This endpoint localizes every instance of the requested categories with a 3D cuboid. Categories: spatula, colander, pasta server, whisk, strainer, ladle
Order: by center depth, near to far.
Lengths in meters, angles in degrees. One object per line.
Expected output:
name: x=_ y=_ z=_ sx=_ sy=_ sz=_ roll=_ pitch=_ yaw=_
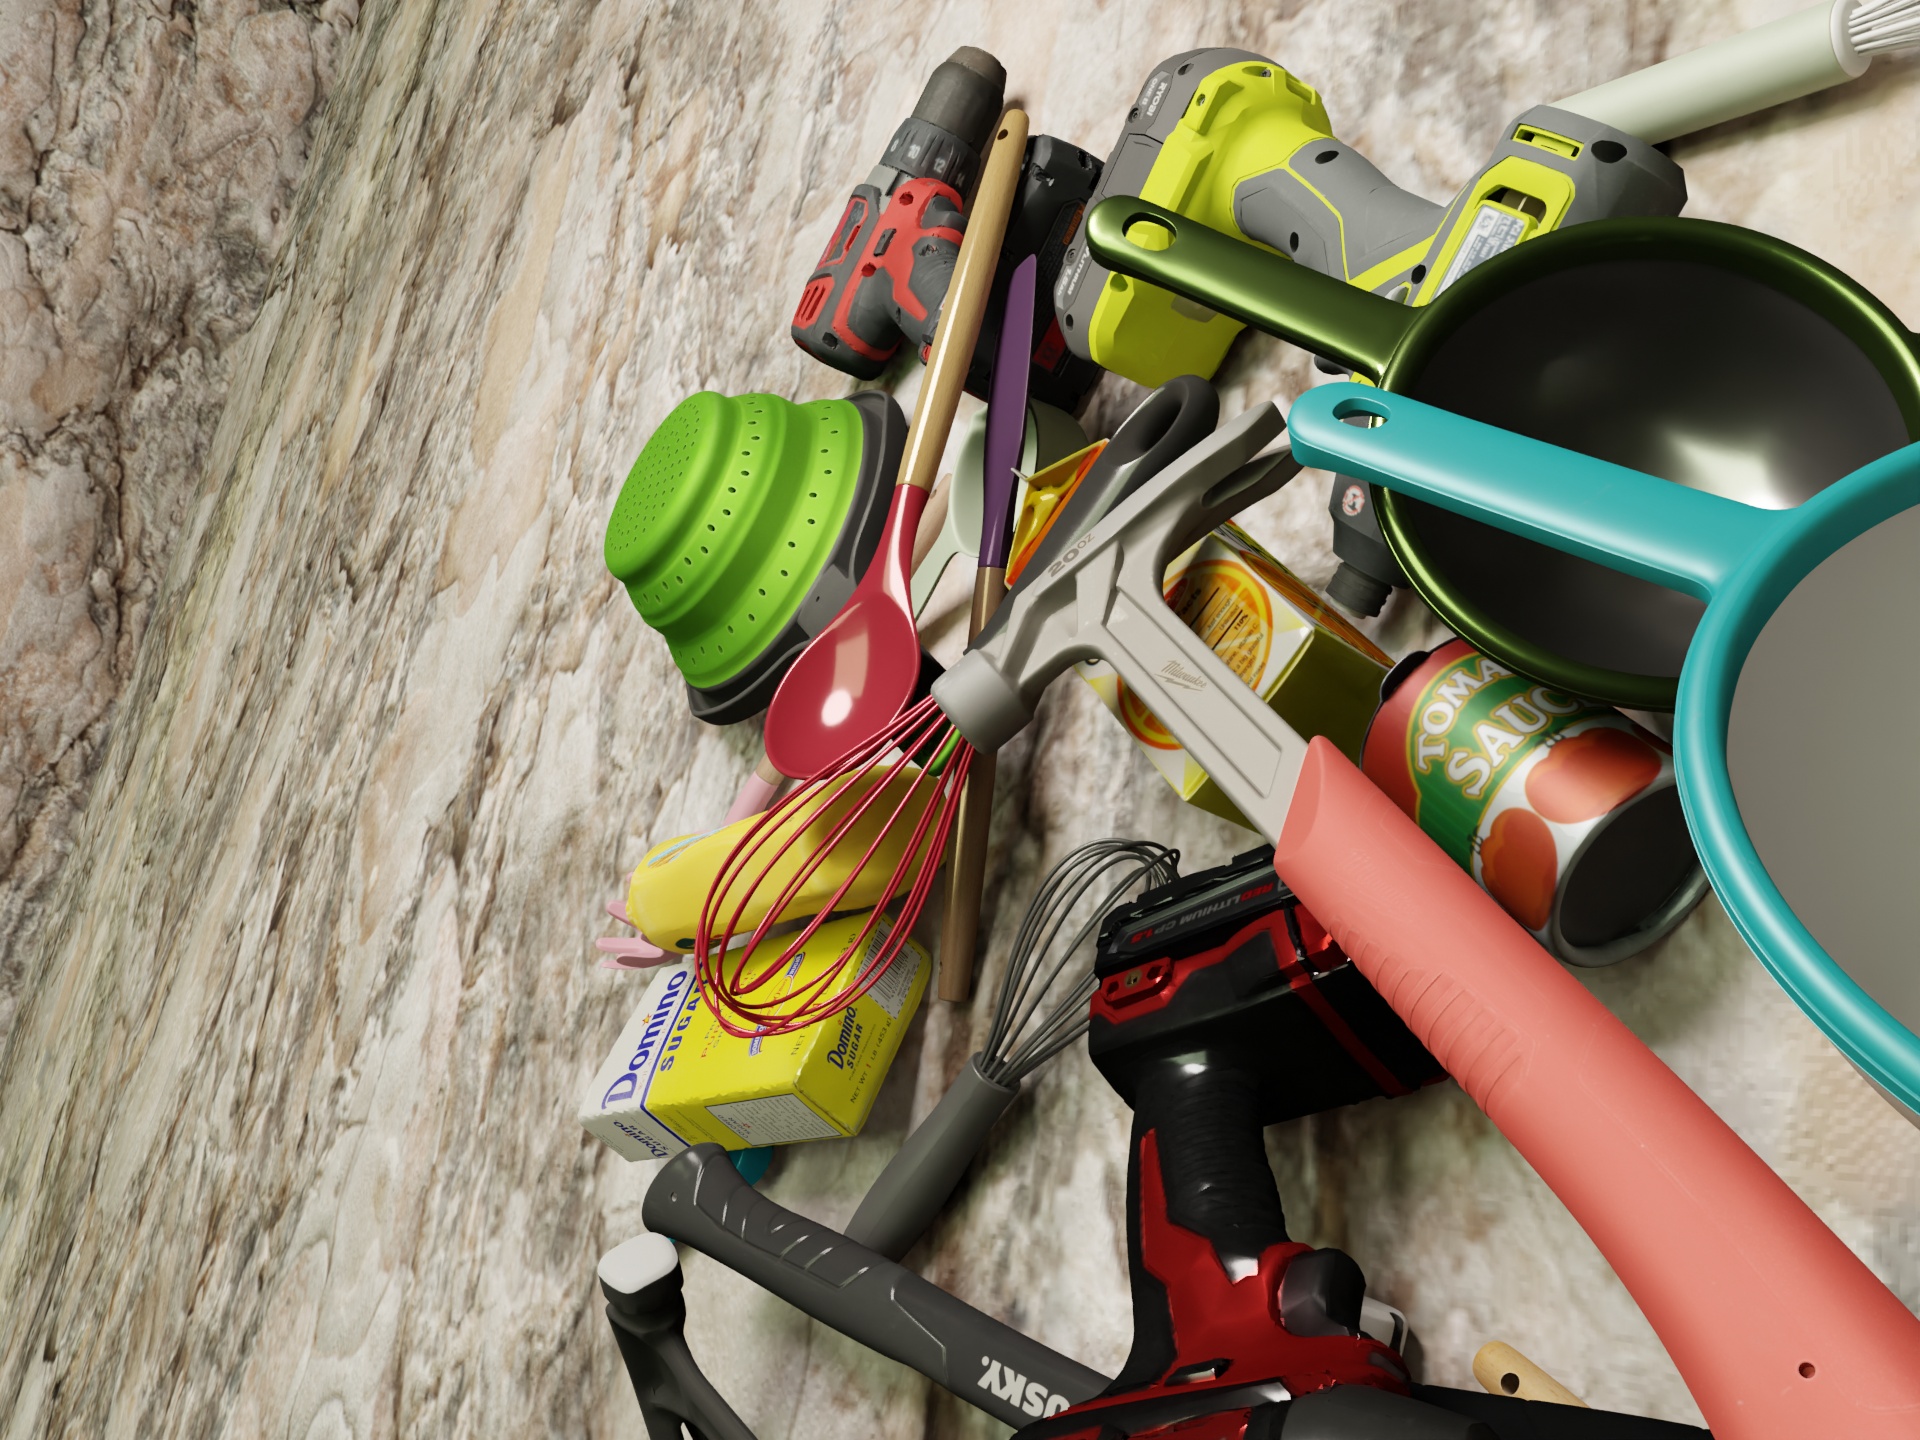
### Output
strainer: x=0.210 y=0.008 z=0.347 sx=0.211 sy=0.095 sz=0.341 roll=-39 pitch=45 yaw=-19
strainer: x=0.150 y=-0.088 z=0.475 sx=0.256 sy=0.069 sz=0.151 roll=30 pitch=78 yaw=21
whisk: x=0.276 y=-0.209 z=0.478 sx=0.059 sy=0.057 sz=0.246 roll=-43 pitch=23 yaw=-28
whisk: x=-0.001 y=-0.002 z=0.579 sx=0.296 sy=0.073 sz=0.073 roll=-53 pitch=38 yaw=8
whisk: x=0.012 y=0.138 z=0.613 sx=0.239 sy=0.055 sz=0.055 roll=-58 pitch=37 yaw=20
ladle: x=-0.015 y=-0.120 z=0.667 sx=0.069 sy=0.031 sz=0.315 roll=6 pitch=73 yaw=35
spatula: x=0.011 y=-0.039 z=0.679 sx=0.060 sy=0.018 sz=0.316 roll=174 pitch=102 yaw=-75
colander: x=-0.096 y=-0.077 z=0.779 sx=0.204 sy=0.094 sz=0.397 roll=-57 pitch=29 yaw=8
pasta server: x=-0.092 y=0.005 z=0.823 sx=0.316 sy=0.040 sz=0.060 roll=-56 pitch=28 yaw=12

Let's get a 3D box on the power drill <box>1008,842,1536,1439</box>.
power drill: x=0.087 y=0.134 z=0.422 sx=0.143 sy=0.078 sz=0.220 roll=-27 pitch=28 yaw=34

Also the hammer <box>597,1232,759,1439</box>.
hammer: x=-0.032 y=0.298 z=0.530 sx=0.337 sy=0.034 sz=0.127 roll=18 pitch=125 yaw=54

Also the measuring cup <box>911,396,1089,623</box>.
measuring cup: x=0.009 y=-0.079 z=0.751 sx=0.167 sy=0.038 sz=0.083 roll=-55 pitch=38 yaw=40

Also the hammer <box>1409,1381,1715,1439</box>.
hammer: x=0.228 y=0.164 z=0.310 sx=0.409 sy=0.036 sz=0.149 roll=-11 pitch=59 yaw=43

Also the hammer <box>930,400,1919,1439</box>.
hammer: x=0.114 y=0.037 z=0.404 sx=0.149 sy=0.036 sz=0.359 roll=-40 pitch=39 yaw=3

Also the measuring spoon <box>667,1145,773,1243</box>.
measuring spoon: x=-0.120 y=0.231 z=0.758 sx=0.128 sy=0.021 sz=0.042 roll=-55 pitch=24 yaw=30

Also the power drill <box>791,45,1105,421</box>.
power drill: x=0.006 y=-0.253 z=0.811 sx=0.188 sy=0.080 sz=0.227 roll=-62 pitch=34 yaw=6

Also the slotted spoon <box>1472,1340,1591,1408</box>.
slotted spoon: x=0.223 y=0.227 z=0.319 sx=0.070 sy=0.031 sz=0.314 roll=-56 pitch=35 yaw=0

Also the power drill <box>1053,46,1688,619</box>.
power drill: x=0.133 y=-0.153 z=0.592 sx=0.223 sy=0.080 sz=0.171 roll=48 pitch=119 yaw=48

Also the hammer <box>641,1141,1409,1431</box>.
hammer: x=-0.009 y=0.225 z=0.567 sx=0.335 sy=0.035 sz=0.146 roll=8 pitch=78 yaw=44
